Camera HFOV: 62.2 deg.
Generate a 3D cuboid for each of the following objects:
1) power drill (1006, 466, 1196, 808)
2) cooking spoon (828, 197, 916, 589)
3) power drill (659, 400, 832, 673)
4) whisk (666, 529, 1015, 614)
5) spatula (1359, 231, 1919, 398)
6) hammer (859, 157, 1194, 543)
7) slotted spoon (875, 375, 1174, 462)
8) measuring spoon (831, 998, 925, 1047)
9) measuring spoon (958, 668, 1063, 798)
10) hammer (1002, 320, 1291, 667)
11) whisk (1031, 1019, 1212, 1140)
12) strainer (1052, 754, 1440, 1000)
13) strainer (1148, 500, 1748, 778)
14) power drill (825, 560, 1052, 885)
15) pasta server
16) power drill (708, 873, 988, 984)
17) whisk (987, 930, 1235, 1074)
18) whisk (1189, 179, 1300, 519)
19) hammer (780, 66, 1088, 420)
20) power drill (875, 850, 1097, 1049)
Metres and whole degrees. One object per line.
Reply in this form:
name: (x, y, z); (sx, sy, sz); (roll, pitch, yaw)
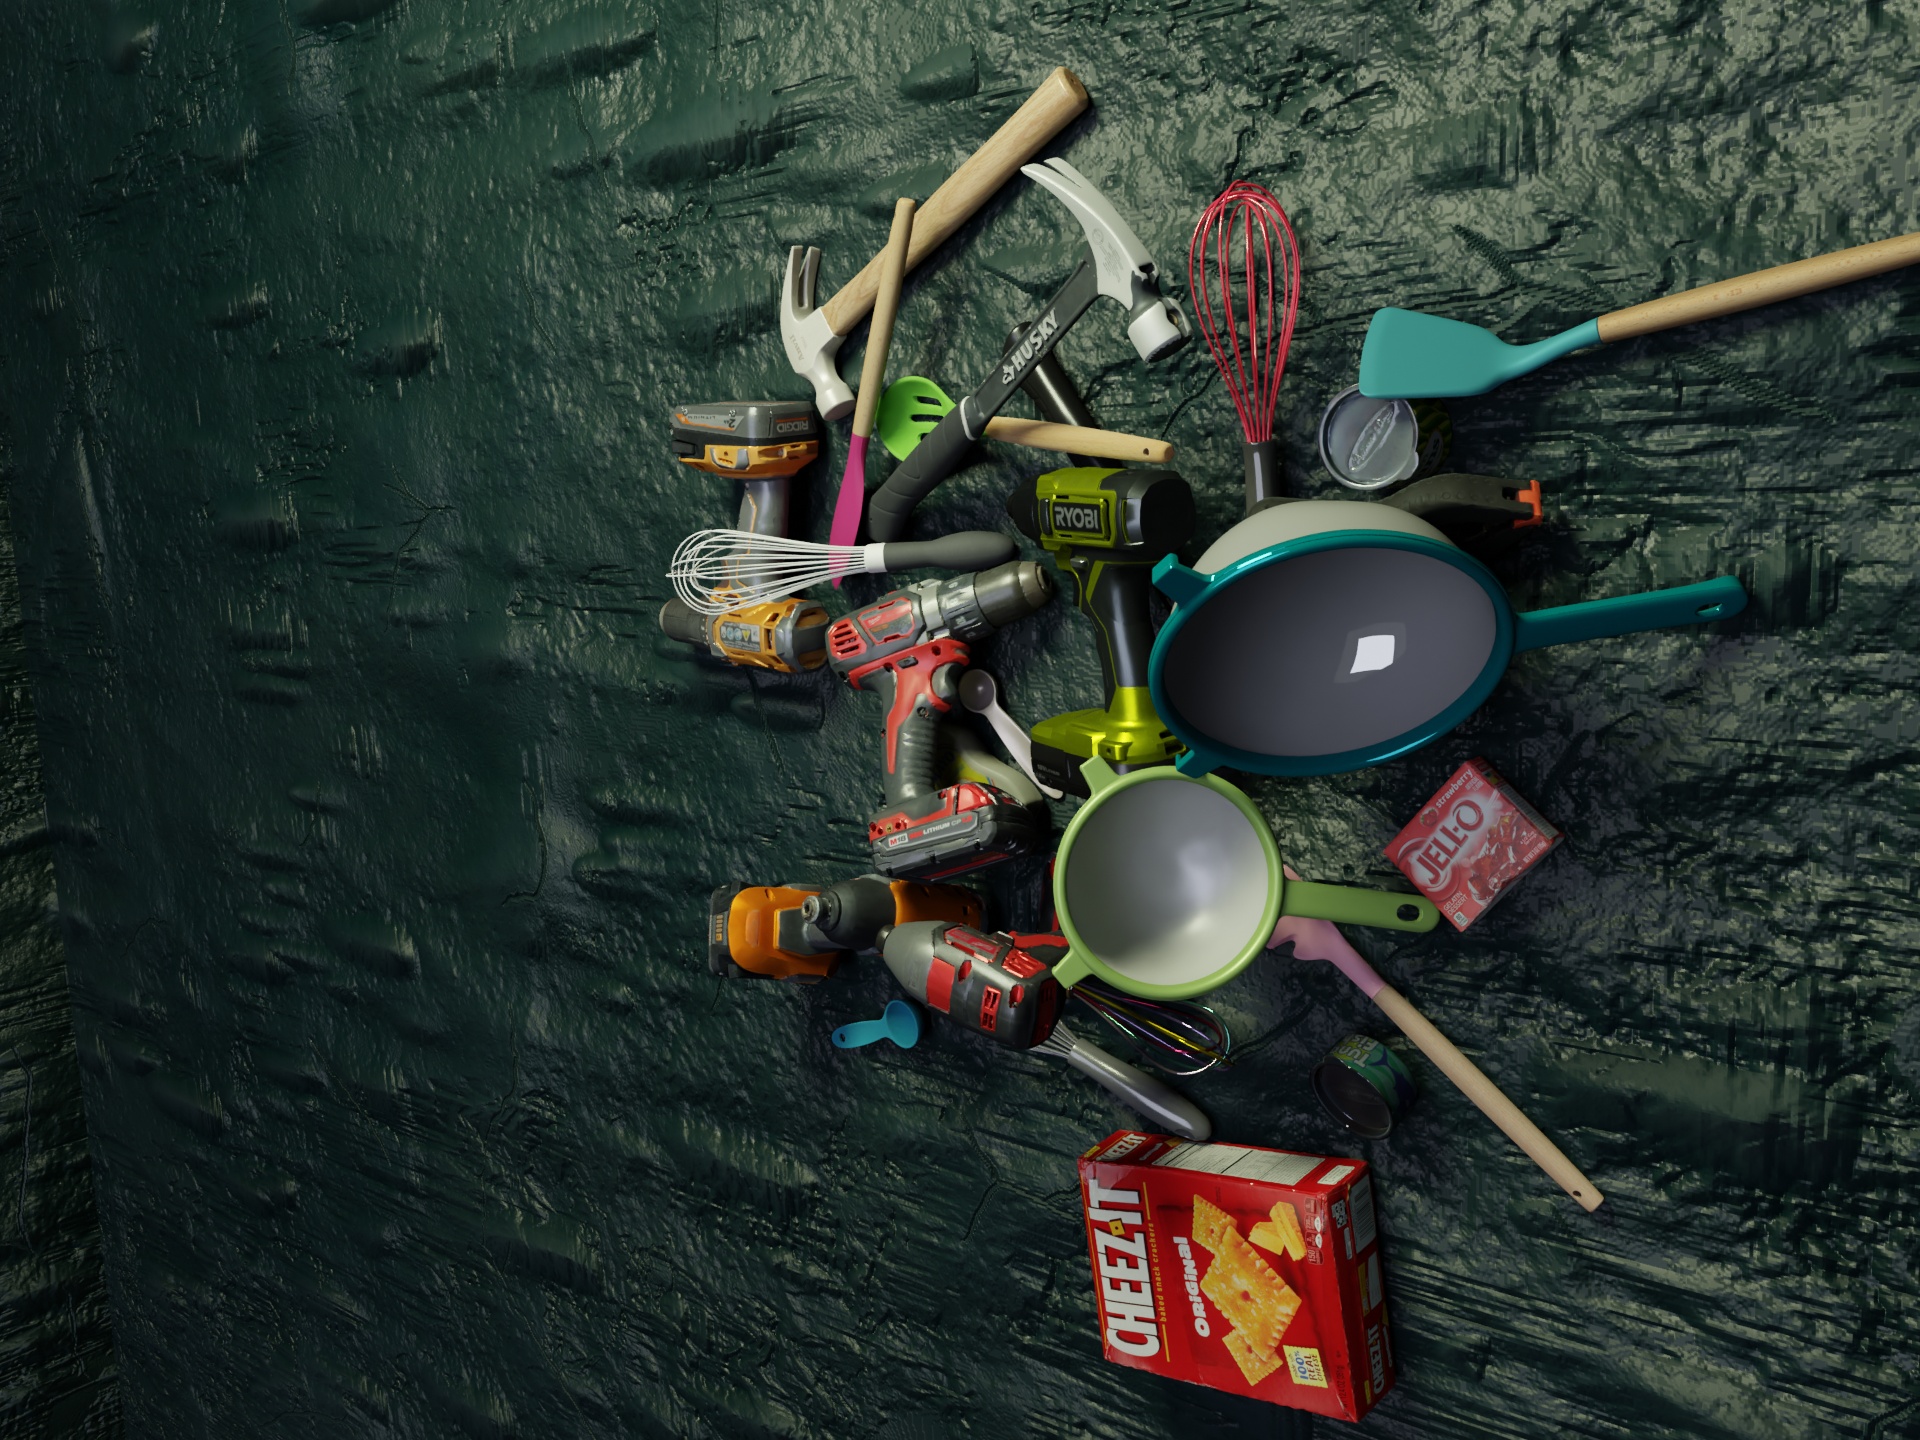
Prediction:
power drill: (0.096, -0.064, 1.105); (0.171, 0.080, 0.223); (15, 115, 56)
cooking spoon: (-0.073, -0.249, 1.248); (0.069, 0.017, 0.318); (-108, 28, -56)
power drill: (-0.195, -0.158, 1.368); (0.185, 0.084, 0.226); (10, 108, 39)
whisk: (-0.096, -0.126, 1.252); (0.284, 0.070, 0.070); (-3, 97, 12)
spatula: (0.386, -0.235, 0.901); (0.317, 0.082, 0.044); (-9, 137, 36)
hammer: (0.013, -0.228, 1.126); (0.149, 0.036, 0.409); (61, 148, 5)
slotted spoon: (0.040, -0.209, 1.157); (0.314, 0.031, 0.070); (20, 120, 49)
measuring spoon: (-0.070, 0.267, 1.384); (0.128, 0.021, 0.042); (-24, 82, 48)
measuring spoon: (0.043, 0.010, 1.247); (0.034, 0.018, 0.124); (-44, 77, 28)
hammer: (0.122, -0.148, 1.121); (0.335, 0.035, 0.146); (61, 148, 18)
whisk: (0.090, 0.259, 1.233); (0.239, 0.055, 0.055); (28, 114, 27)
strainer: (0.184, 0.111, 1.054); (0.256, 0.069, 0.151); (7, 90, -6)
strainer: (0.277, -0.074, 0.945); (0.340, 0.210, 0.095); (-9, 50, 6)
power drill: (-0.002, -0.004, 1.208); (0.188, 0.080, 0.227); (-19, 71, 24)
pasta server: (0.296, 0.204, 1.060); (0.316, 0.040, 0.060); (46, 135, 22)
power drill: (-0.111, 0.166, 1.294); (0.226, 0.164, 0.084); (-14, 71, 45)
whisk: (0.105, 0.210, 1.213); (0.245, 0.047, 0.051); (20, 112, 38)
whisk: (0.196, -0.204, 1.055); (0.073, 0.073, 0.295); (2, 105, 39)
hammer: (-0.029, -0.377, 1.221); (0.331, 0.031, 0.130); (-35, 77, 37)
power drill: (0.050, 0.159, 1.131); (0.143, 0.219, 0.078); (19, 109, 35)
